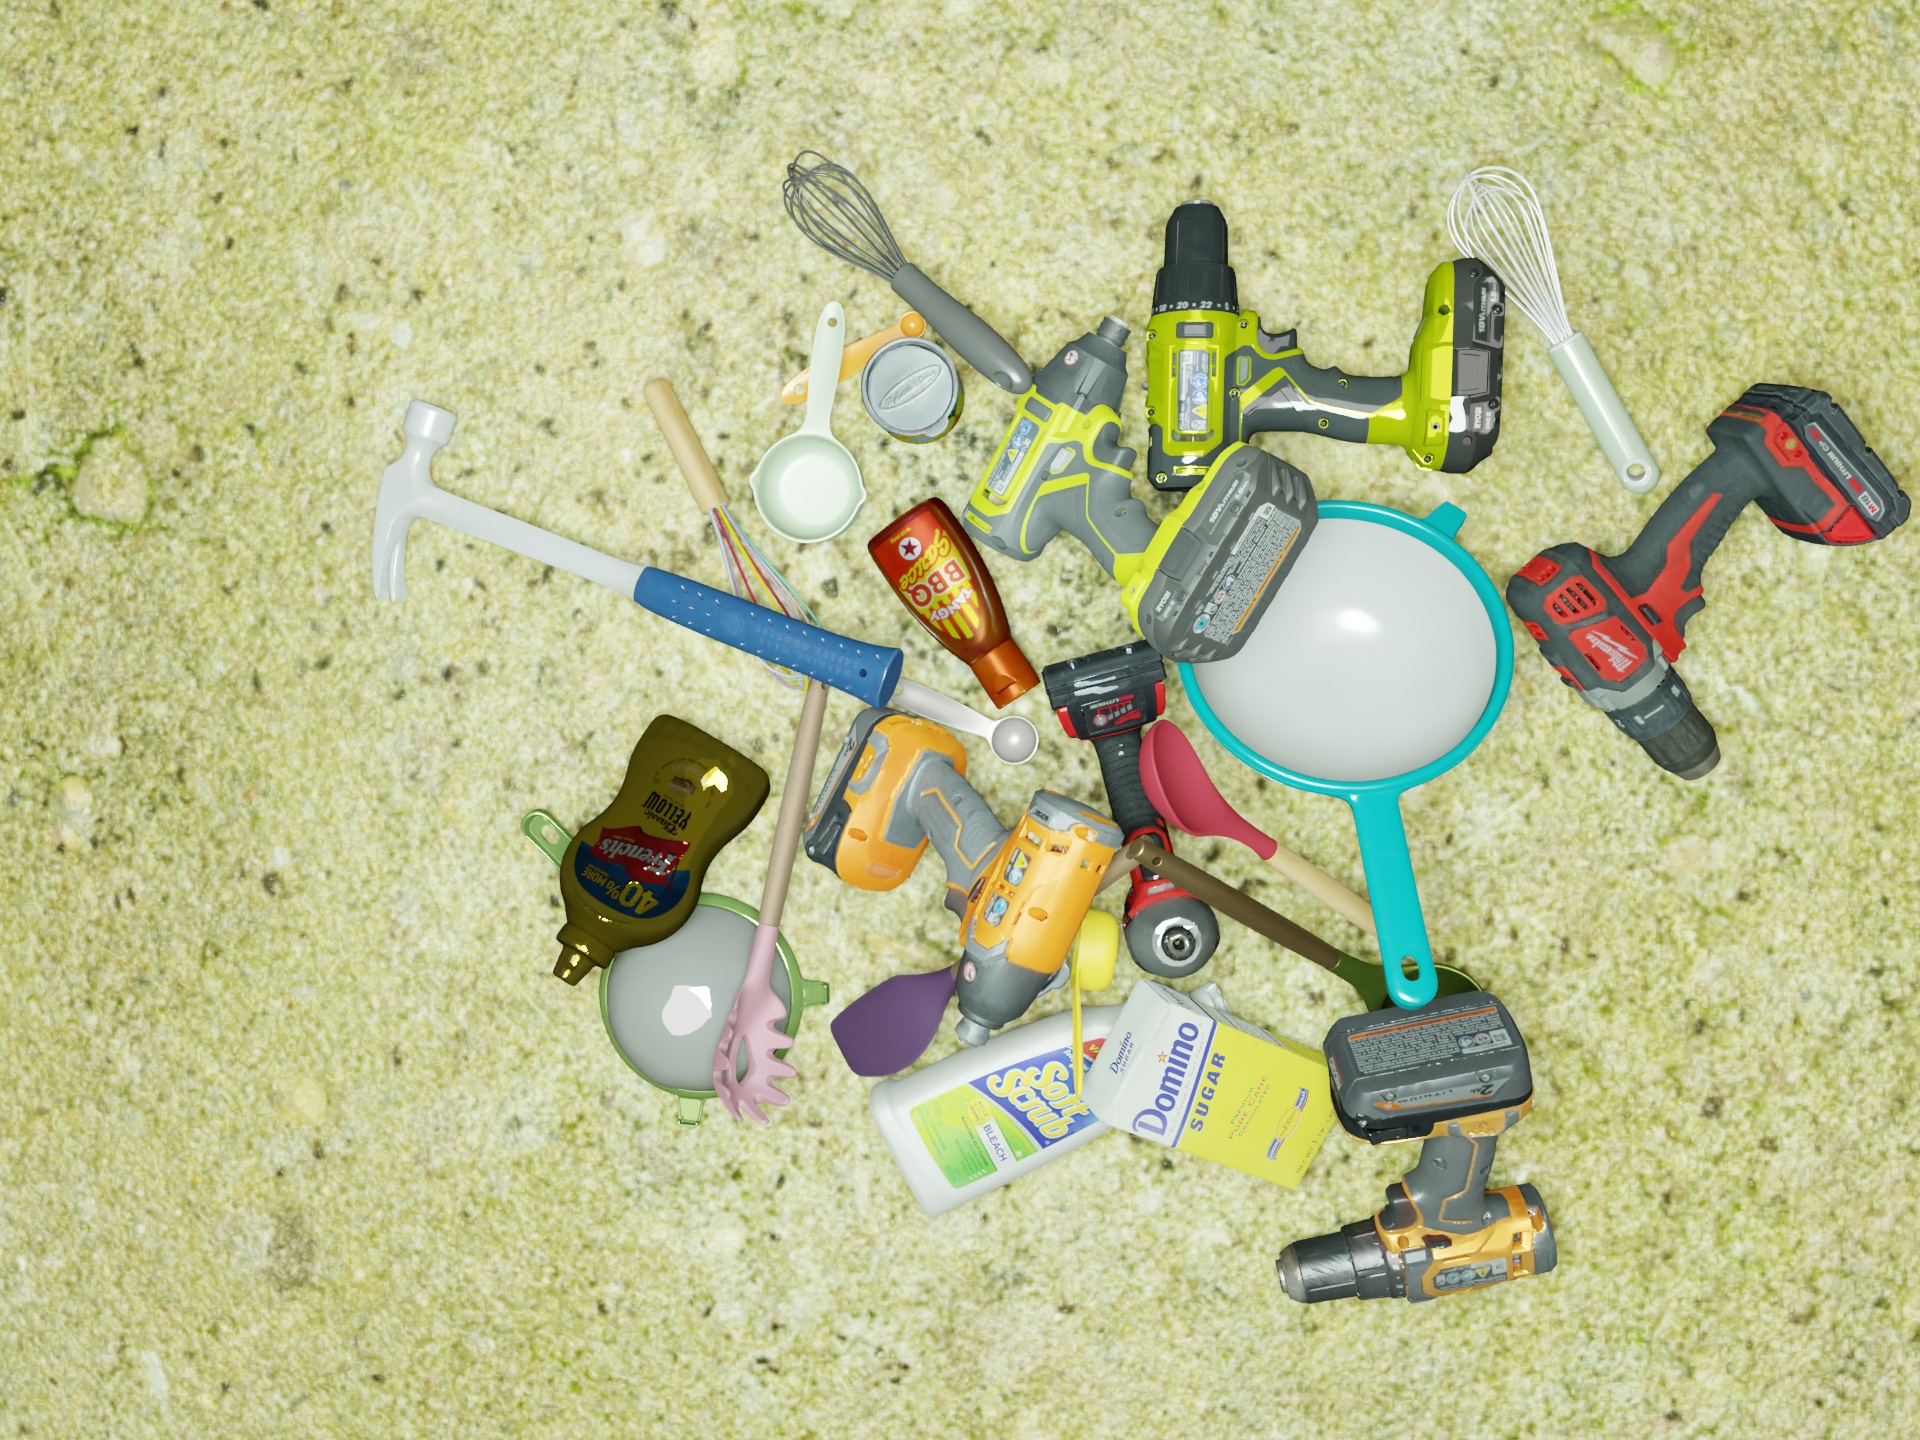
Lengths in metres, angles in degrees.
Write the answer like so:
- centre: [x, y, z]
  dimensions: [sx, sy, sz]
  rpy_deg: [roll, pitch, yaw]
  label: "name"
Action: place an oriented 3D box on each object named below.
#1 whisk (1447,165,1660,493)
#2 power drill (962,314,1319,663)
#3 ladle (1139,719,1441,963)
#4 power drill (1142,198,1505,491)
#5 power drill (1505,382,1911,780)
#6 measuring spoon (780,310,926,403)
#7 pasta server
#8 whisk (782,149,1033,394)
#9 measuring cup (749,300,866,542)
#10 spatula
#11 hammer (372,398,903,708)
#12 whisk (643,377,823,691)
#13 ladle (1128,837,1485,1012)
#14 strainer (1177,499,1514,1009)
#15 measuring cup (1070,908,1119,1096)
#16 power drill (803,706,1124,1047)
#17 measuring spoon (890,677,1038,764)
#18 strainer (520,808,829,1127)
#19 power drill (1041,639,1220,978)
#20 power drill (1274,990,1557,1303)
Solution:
- centre: [0.399, -0.259, 1.060]
  dimensions: [0.058, 0.059, 0.246]
  rpy_deg: [-29, 95, 30]
  label: "whisk"
- centre: [0.111, -0.150, 1.017]
  dimensions: [0.223, 0.080, 0.171]
  rpy_deg: [42, 109, 40]
  label: "power drill"
- centre: [0.216, 0.093, 1.027]
  dimensions: [0.315, 0.069, 0.031]
  rpy_deg: [34, 136, -30]
  label: "ladle"
- centre: [0.236, -0.249, 1.059]
  dimensions: [0.228, 0.080, 0.190]
  rpy_deg: [2, 94, 8]
  label: "power drill"
- centre: [0.494, -0.087, 1.038]
  dimensions: [0.226, 0.080, 0.187]
  rpy_deg: [-42, 102, 8]
  label: "power drill"
- centre: [-0.076, -0.254, 1.121]
  dimensions: [0.117, 0.011, 0.021]
  rpy_deg: [-27, 90, 10]
  label: "measuring spoon"
- centre: [-0.122, 0.115, 1.098]
  dimensions: [0.040, 0.060, 0.316]
  rpy_deg: [0, 75, 45]
  label: "pasta server"
- centre: [-0.037, -0.302, 1.075]
  dimensions: [0.239, 0.055, 0.055]
  rpy_deg: [45, 96, 13]
  label: "whisk"
- centre: [-0.097, -0.206, 1.111]
  dimensions: [0.083, 0.038, 0.167]
  rpy_deg: [9, 92, 5]
  label: "measuring cup"
- centre: [0.016, 0.159, 1.057]
  dimensions: [0.316, 0.018, 0.060]
  rpy_deg: [-40, 73, 34]
  label: "spatula"
- centre: [-0.231, -0.092, 1.099]
  dimensions: [0.405, 0.035, 0.144]
  rpy_deg: [21, 96, 14]
  label: "hammer"
- centre: [-0.160, -0.132, 1.118]
  dimensions: [0.051, 0.047, 0.245]
  rpy_deg: [-27, 87, 7]
  label: "whisk"
- centre: [0.228, 0.149, 1.017]
  dimensions: [0.319, 0.062, 0.078]
  rpy_deg: [30, 95, -30]
  label: "ladle"
- centre: [0.252, 0.025, 1.020]
  dimensions: [0.211, 0.095, 0.341]
  rpy_deg: [-6, 66, 2]
  label: "strainer"
- centre: [0.090, 0.189, 1.063]
  dimensions: [0.029, 0.157, 0.062]
  rpy_deg: [6, 128, 0]
  label: "measuring cup"
- centre: [-0.008, 0.097, 1.031]
  dimensions: [0.227, 0.084, 0.164]
  rpy_deg: [31, 98, 48]
  label: "power drill"
- centre: [-0.002, -0.004, 1.126]
  dimensions: [0.124, 0.018, 0.034]
  rpy_deg: [24, 92, 10]
  label: "measuring spoon"
- centre: [-0.226, 0.162, 1.125]
  dimensions: [0.151, 0.069, 0.256]
  rpy_deg: [-43, 90, 6]
  label: "strainer"
- centre: [0.118, 0.062, 1.053]
  dimensions: [0.078, 0.143, 0.220]
  rpy_deg: [-15, 89, 3]
  label: "power drill"
- centre: [0.291, 0.297, 1.047]
  dimensions: [0.185, 0.084, 0.226]
  rpy_deg: [-13, 121, 5]
  label: "power drill"
